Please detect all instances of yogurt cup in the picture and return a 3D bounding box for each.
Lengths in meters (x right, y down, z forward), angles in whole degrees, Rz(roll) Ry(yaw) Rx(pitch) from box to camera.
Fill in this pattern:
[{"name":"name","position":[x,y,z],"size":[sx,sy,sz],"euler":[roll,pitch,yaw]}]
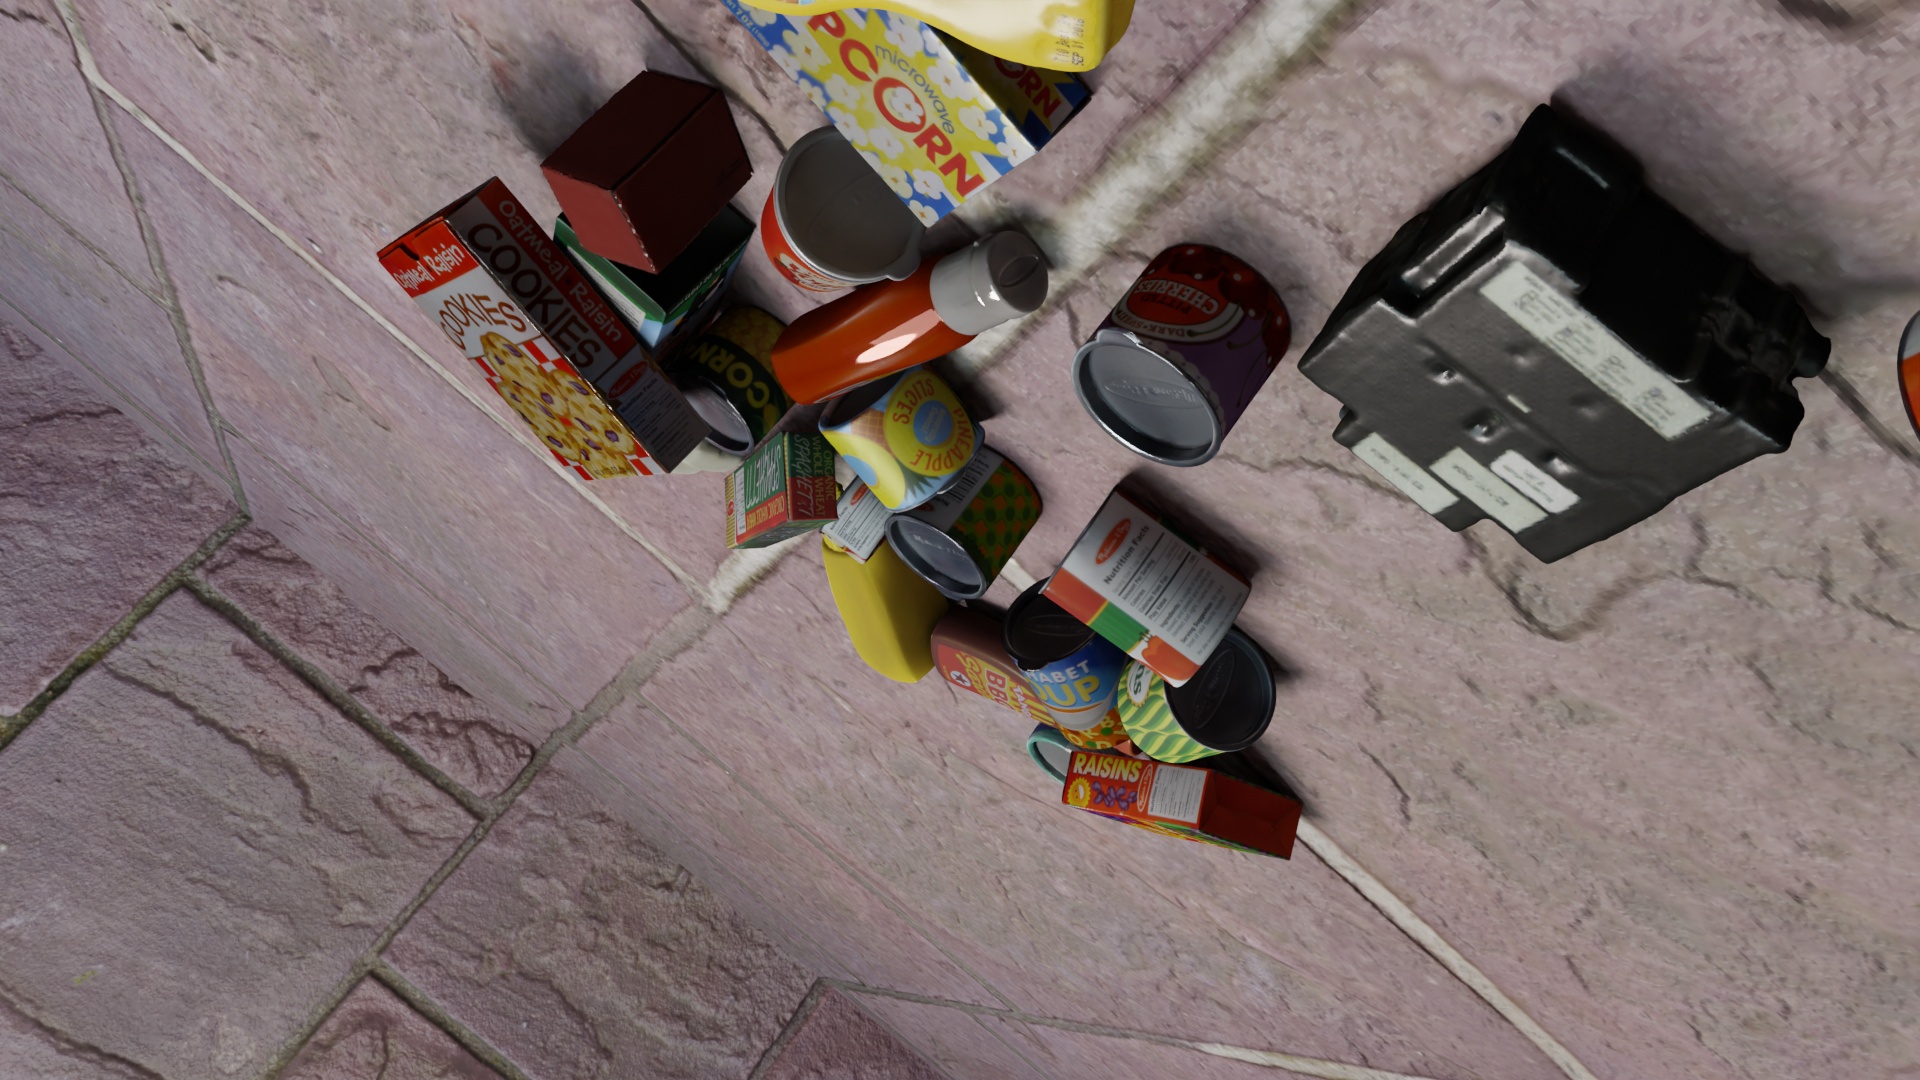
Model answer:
[{"name":"yogurt cup","position":[-0.054,-0.141,0.606],"size":[0.072,0.072,0.054],"euler":[45,162,-14]}]

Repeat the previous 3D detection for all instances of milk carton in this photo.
[{"name":"milk carton","position":[-0.183,-0.134,0.777],"size":[0.073,0.072,0.190],"euler":[41,154,-5]}]

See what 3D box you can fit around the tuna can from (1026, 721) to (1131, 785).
[{"name":"tuna can","position":[0.079,0.143,0.947],"size":[0.071,0.033,0.070],"euler":[30,153,17]}]

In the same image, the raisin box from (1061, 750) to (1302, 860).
[{"name":"raisin box","position":[0.135,0.163,0.864],"size":[0.086,0.040,0.123],"euler":[23,165,-33]}]

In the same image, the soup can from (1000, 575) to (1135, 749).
[{"name":"soup can","position":[0.068,0.071,0.793],"size":[0.071,0.071,0.083],"euler":[12,145,43]}]

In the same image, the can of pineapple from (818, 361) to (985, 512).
[{"name":"can of pineapple","position":[-0.029,-0.057,0.709],"size":[0.057,0.071,0.071],"euler":[50,152,-23]}]

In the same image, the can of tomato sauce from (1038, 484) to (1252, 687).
[{"name":"can of tomato sauce","position":[0.091,0.023,0.688],"size":[0.083,0.071,0.071],"euler":[35,155,4]}]

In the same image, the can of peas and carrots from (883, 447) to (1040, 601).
[{"name":"can of peas and carrots","position":[0.003,-0.009,0.757],"size":[0.071,0.059,0.070],"euler":[30,155,16]}]

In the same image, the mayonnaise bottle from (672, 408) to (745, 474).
[{"name":"mayonnaise bottle","position":[-0.174,-0.072,0.884],"size":[0.041,0.065,0.148],"euler":[13,171,-30]}]

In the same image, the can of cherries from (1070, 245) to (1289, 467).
[{"name":"can of cherries","position":[0.086,-0.073,0.539],"size":[0.071,0.058,0.071],"euler":[31,155,17]}]

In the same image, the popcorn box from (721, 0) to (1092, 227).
[{"name":"popcorn box","position":[-0.024,-0.186,0.515],"size":[0.126,0.038,0.085],"euler":[46,153,-16]}]

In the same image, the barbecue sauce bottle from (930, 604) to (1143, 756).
[{"name":"barbecue sauce bottle","position":[0.053,0.090,0.879],"size":[0.149,0.044,0.064],"euler":[22,151,30]}]

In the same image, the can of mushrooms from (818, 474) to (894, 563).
[{"name":"can of mushrooms","position":[-0.048,-0.022,0.799],"size":[0.033,0.071,0.070],"euler":[37,155,0]}]

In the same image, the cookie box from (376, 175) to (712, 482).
[{"name":"cookie box","position":[-0.225,-0.105,0.744],"size":[0.123,0.040,0.167],"euler":[0,134,53]}]

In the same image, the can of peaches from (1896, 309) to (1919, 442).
[{"name":"can of peaches","position":[0.277,-0.040,0.331],"size":[0.071,0.071,0.058],"euler":[38,154,-1]}]

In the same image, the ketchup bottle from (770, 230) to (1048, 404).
[{"name":"ketchup bottle","position":[-0.023,-0.102,0.635],"size":[0.148,0.065,0.043],"euler":[-13,112,49]}]

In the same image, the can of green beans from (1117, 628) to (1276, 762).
[{"name":"can of green beans","position":[0.125,0.083,0.744],"size":[0.071,0.071,0.057],"euler":[40,155,-5]}]

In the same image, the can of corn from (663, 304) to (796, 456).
[{"name":"can of corn","position":[-0.125,-0.092,0.785],"size":[0.071,0.058,0.070],"euler":[30,154,17]}]

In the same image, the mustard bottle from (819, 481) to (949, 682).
[{"name":"mustard bottle","position":[-0.053,0.020,0.882],"size":[0.049,0.065,0.159],"euler":[11,139,35]}]

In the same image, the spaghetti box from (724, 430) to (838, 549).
[{"name":"spaghetti box","position":[-0.112,-0.026,0.832],"size":[0.029,0.050,0.249],"euler":[-2,177,-17]}]
